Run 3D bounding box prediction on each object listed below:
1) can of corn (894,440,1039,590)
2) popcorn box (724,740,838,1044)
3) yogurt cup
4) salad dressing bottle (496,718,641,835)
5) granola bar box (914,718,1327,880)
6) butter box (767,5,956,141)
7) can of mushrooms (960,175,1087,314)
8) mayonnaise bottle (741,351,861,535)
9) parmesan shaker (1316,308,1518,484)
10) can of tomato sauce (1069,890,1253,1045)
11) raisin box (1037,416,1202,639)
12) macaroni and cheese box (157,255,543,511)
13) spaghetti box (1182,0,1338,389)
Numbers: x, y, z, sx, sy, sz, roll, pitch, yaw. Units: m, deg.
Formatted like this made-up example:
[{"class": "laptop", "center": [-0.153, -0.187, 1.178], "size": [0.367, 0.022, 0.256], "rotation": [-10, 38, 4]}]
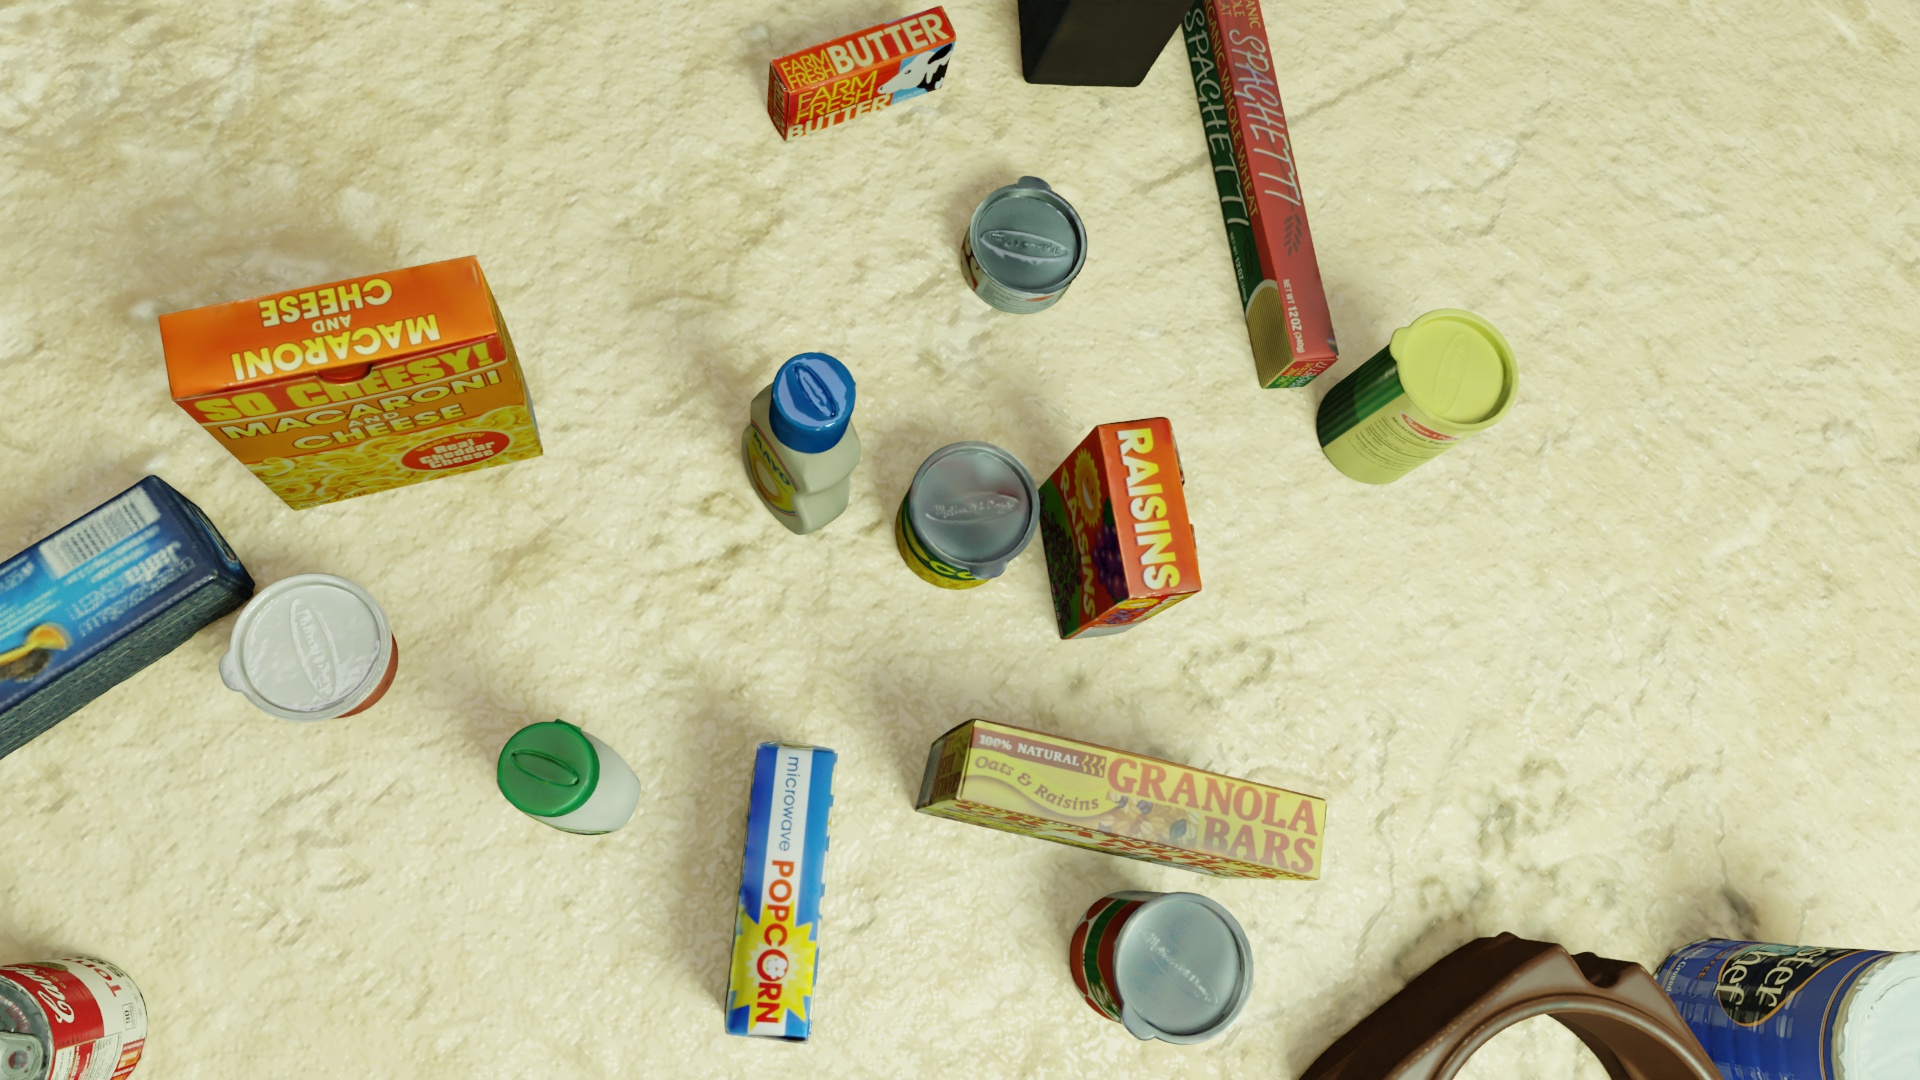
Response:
[{"class": "can of corn", "center": [0.003, -0.009, 0.713], "size": [0.071, 0.058, 0.071], "rotation": [2, 76, -10]}, {"class": "popcorn box", "center": [-0.083, 0.160, 0.641], "size": [0.038, 0.085, 0.127], "rotation": [7, 75, -9]}, {"class": "yogurt cup", "center": [-0.295, 0.053, 0.645], "size": [0.072, 0.053, 0.072], "rotation": [2, 76, -10]}, {"class": "salad dressing bottle", "center": [-0.174, 0.104, 0.606], "size": [0.064, 0.147, 0.044], "rotation": [23, 74, -4]}, {"class": "granola bar box", "center": [0.070, 0.125, 0.658], "size": [0.166, 0.124, 0.039], "rotation": [14, 75, -7]}, {"class": "butter box", "center": [-0.055, -0.257, 0.767], "size": [0.104, 0.053, 0.024], "rotation": [-24, 82, -15]}, {"class": "can of mushrooms", "center": [0.035, -0.163, 0.770], "size": [0.071, 0.033, 0.071], "rotation": [2, 76, -10]}, {"class": "mayonnaise bottle", "center": [-0.076, -0.048, 0.662], "size": [0.041, 0.147, 0.065], "rotation": [-33, 85, -16]}, {"class": "parmesan shaker", "center": [0.241, -0.077, 0.751], "size": [0.071, 0.103, 0.071], "rotation": [2, 76, -10]}, {"class": "can of tomato sauce", "center": [0.093, 0.203, 0.664], "size": [0.071, 0.083, 0.071], "rotation": [2, 76, -10]}, {"class": "raisin box", "center": [0.076, -0.002, 0.691], "size": [0.040, 0.123, 0.086], "rotation": [-6, 78, -12]}, {"class": "macaroni and cheese box", "center": [-0.260, -0.064, 0.622], "size": [0.124, 0.166, 0.040], "rotation": [-15, 80, -13]}, {"class": "spaghetti box", "center": [0.169, -0.211, 0.799], "size": [0.029, 0.050, 0.250], "rotation": [-7, 78, -12]}]
